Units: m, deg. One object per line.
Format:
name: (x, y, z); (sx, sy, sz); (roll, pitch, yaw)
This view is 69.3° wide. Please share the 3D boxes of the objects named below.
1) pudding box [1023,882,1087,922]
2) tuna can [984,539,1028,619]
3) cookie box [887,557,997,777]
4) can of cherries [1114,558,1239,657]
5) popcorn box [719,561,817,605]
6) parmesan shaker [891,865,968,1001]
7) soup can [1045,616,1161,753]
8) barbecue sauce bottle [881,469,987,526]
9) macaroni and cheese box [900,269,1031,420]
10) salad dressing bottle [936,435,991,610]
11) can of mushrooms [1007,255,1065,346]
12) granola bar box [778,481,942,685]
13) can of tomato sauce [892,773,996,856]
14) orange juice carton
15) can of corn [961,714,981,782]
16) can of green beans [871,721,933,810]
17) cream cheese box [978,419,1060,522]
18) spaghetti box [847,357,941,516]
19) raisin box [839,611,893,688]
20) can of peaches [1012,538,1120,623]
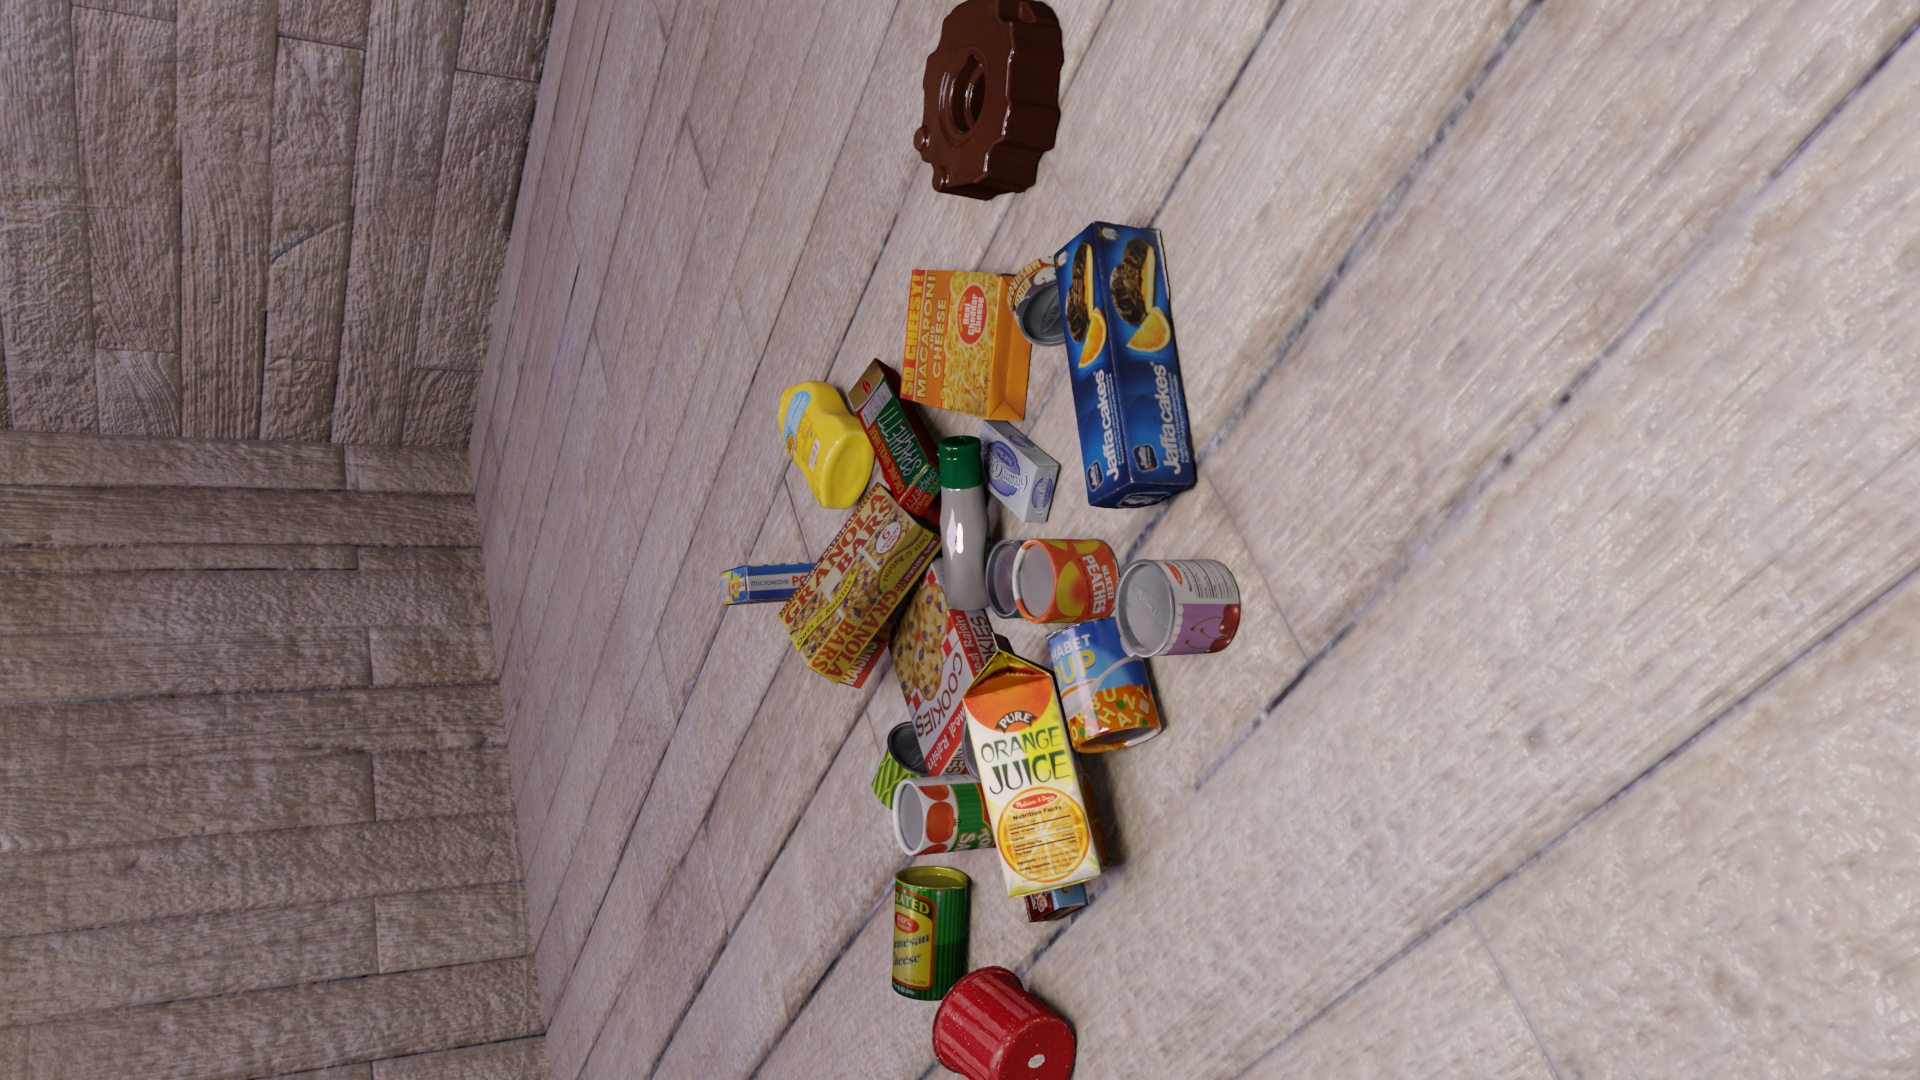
pudding box: (0.069, 0.258, 1.112); (0.049, 0.030, 0.084); (-45, 51, 51)
tuna can: (0.051, 0.030, 1.150); (0.071, 0.033, 0.071); (-2, 88, 61)
cookie box: (-0.009, 0.118, 1.252); (0.122, 0.040, 0.168); (-61, 38, 41)
can of cherries: (0.146, 0.047, 0.947); (0.071, 0.058, 0.071); (0, 90, 61)
popcorn box: (-0.185, 0.045, 1.486); (0.085, 0.127, 0.038); (-15, 79, 61)
parmesan shaker: (-0.026, 0.353, 1.249); (0.071, 0.071, 0.103); (7, 96, 61)
soup can: (0.102, 0.106, 1.012); (0.071, 0.071, 0.084); (-45, 51, 52)
barbecue sauce bottle: (-0.028, -0.053, 1.287); (0.148, 0.044, 0.064); (26, 106, 60)
macaroni and cheese box: (0.005, -0.176, 1.234); (0.166, 0.040, 0.123); (22, 108, 59)
salad dressing bottle: (0.004, -0.015, 1.188); (0.064, 0.044, 0.147); (-83, -11, -70)
can of mushrooms: (0.070, -0.187, 1.082); (0.070, 0.071, 0.033); (-64, 36, 38)
granola bar box: (-0.096, 0.036, 1.292); (0.165, 0.039, 0.124); (-53, 28, 4)
can of tomato sauce: (-0.008, 0.237, 1.199); (0.071, 0.083, 0.071); (-4, 86, 62)
orange juice carton: (0.053, 0.163, 1.049); (0.072, 0.073, 0.193); (34, -139, -75)
can of corn: (0.041, 0.160, 1.136); (0.071, 0.058, 0.071); (-2, 88, 62)
can of green beans: (-0.044, 0.211, 1.285); (0.071, 0.071, 0.057); (62, 141, 42)
cream cheese box: (0.045, -0.059, 1.172); (0.104, 0.024, 0.053); (46, 130, 53)
spaghetti box: (-0.061, -0.101, 1.301); (0.050, 0.028, 0.251); (-52, 29, 15)
raisin box: (-0.094, 0.071, 1.362); (0.085, 0.040, 0.124); (124, 160, -45)
can of peaches: (0.081, 0.031, 1.068); (0.071, 0.058, 0.071); (-4, 86, 62)
